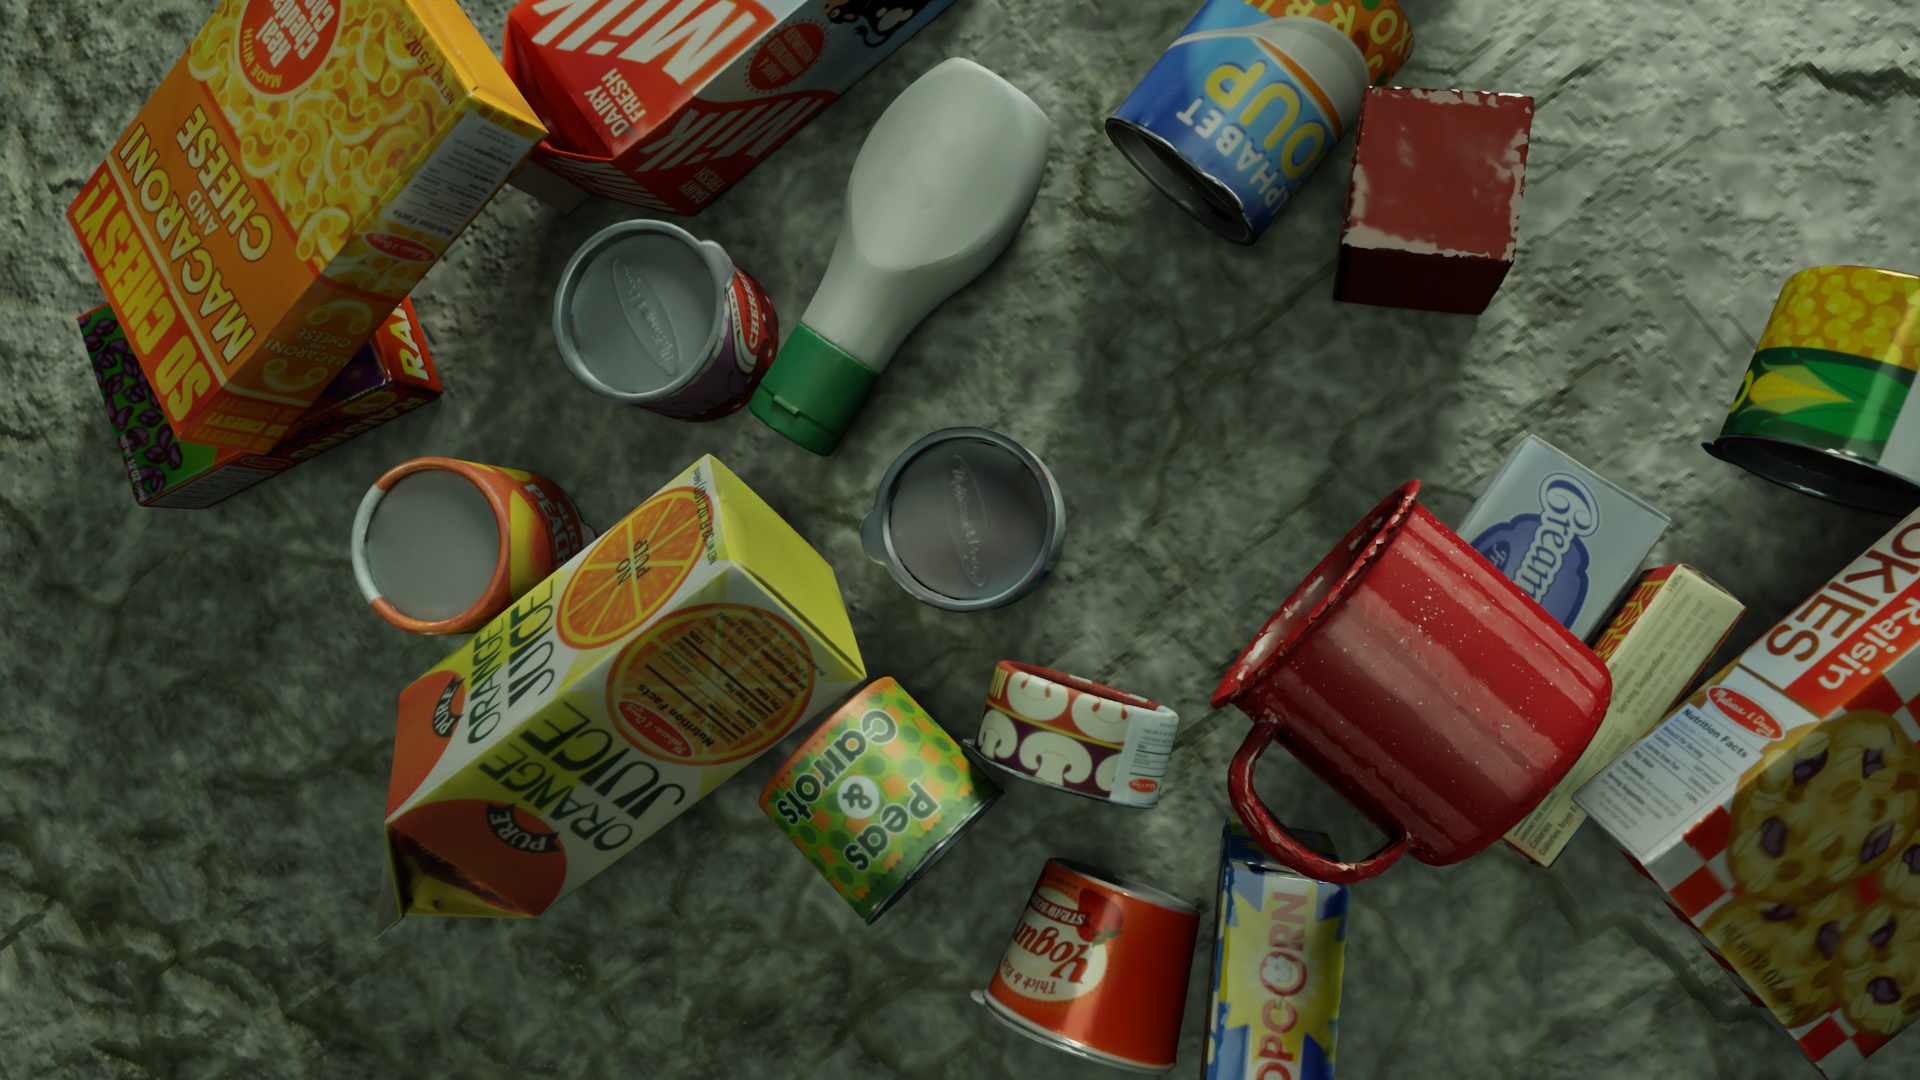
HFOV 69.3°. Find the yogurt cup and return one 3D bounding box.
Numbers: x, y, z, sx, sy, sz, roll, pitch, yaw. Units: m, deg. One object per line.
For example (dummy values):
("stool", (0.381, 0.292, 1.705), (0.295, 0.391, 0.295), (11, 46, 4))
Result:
("yogurt cup", (0.047, 0.142, 0.471), (0.072, 0.072, 0.054), (17, 83, 12))

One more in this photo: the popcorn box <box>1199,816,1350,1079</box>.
("popcorn box", (0.098, 0.160, 0.447), (0.038, 0.085, 0.126), (5, 88, 11))

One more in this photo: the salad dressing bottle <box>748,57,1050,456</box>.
("salad dressing bottle", (-0.025, -0.101, 0.509), (0.064, 0.044, 0.147), (34, 95, 10))

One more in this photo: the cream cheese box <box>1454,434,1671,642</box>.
("cream cheese box", (0.183, 0.021, 0.467), (0.053, 0.024, 0.103), (36, 95, 11))

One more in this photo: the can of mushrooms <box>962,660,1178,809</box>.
("can of mushrooms", (0.037, 0.065, 0.475), (0.071, 0.071, 0.033), (16, 90, 12))

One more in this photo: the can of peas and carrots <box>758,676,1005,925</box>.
("can of peas and carrots", (-0.028, 0.090, 0.485), (0.059, 0.071, 0.071), (45, 97, 11))

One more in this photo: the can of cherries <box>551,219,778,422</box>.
("can of cherries", (-0.105, -0.080, 0.517), (0.071, 0.058, 0.071), (-1, 86, 12))

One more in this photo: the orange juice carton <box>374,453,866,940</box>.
("orange juice carton", (-0.135, 0.064, 0.494), (0.192, 0.072, 0.073), (-37, 125, 8))

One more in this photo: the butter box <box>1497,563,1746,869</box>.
("butter box", (0.205, 0.056, 0.446), (0.024, 0.053, 0.103), (36, 94, 14))

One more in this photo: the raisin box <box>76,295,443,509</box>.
("raisin box", (-0.284, -0.075, 0.564), (0.123, 0.040, 0.086), (-23, 82, 9))

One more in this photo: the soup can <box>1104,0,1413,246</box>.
("soup can", (0.102, -0.152, 0.470), (0.071, 0.071, 0.083), (41, 96, 11))

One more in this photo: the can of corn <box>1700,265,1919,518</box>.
("can of corn", (0.278, -0.046, 0.431), (0.071, 0.071, 0.058), (23, 92, 12))

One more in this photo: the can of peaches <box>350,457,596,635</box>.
("can of peaches", (-0.184, 0.003, 0.529), (0.071, 0.058, 0.071), (-1, 87, 13))

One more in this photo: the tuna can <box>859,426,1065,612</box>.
("tuna can", (0.002, -0.006, 0.503), (0.071, 0.033, 0.071), (-1, 87, 12))

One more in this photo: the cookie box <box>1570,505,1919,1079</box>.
("cookie box", (0.284, 0.065, 0.408), (0.167, 0.040, 0.122), (-43, 112, 7))

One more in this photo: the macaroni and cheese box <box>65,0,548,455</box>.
("macaroni and cheese box", (-0.239, -0.131, 0.500), (0.166, 0.040, 0.124), (-43, 68, 16))

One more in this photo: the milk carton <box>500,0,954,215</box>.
("milk carton", (-0.091, -0.189, 0.512), (0.190, 0.072, 0.073), (-37, 80, 8))
